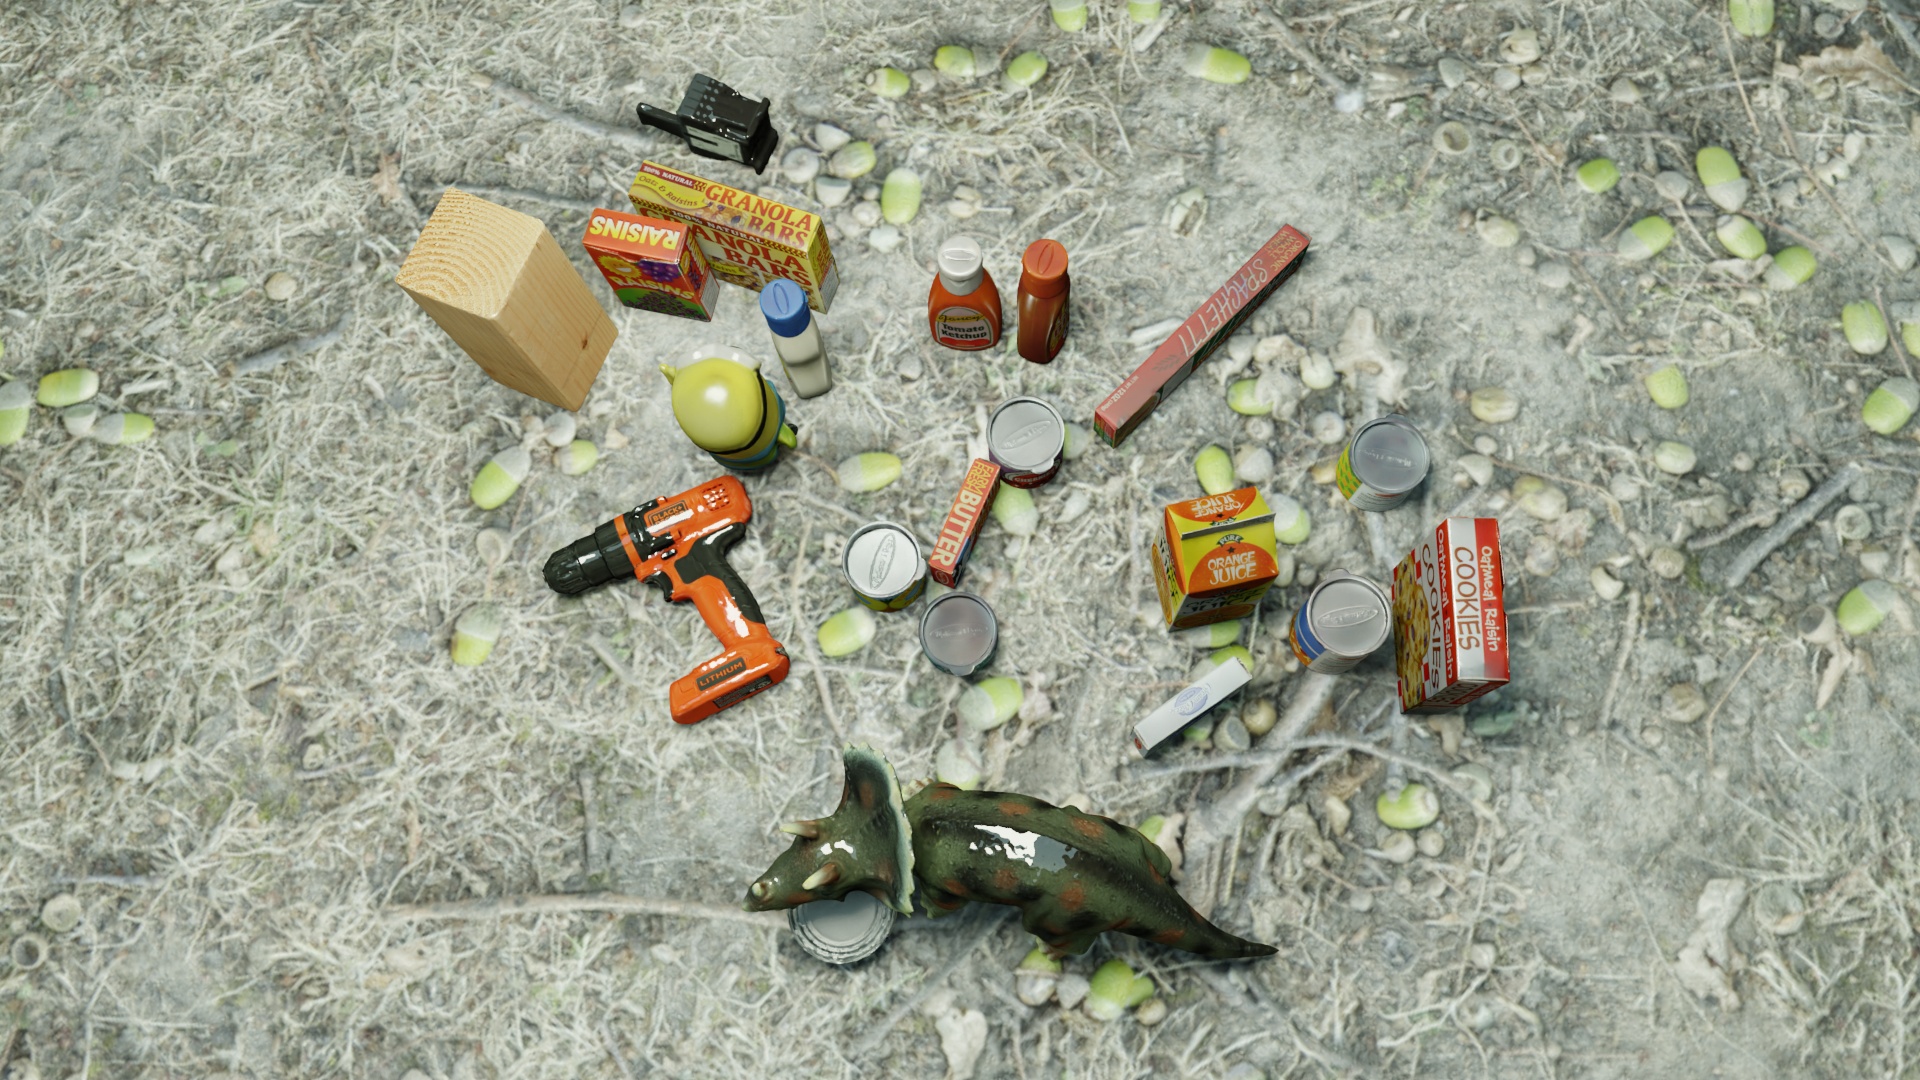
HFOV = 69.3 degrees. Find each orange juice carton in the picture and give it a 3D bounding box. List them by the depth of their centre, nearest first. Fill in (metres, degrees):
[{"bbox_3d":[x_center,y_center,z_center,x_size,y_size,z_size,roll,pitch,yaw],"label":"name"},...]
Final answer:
[{"bbox_3d":[0.197,0.013,1.084,0.072,0.192,0.073,-11,74,0],"label":"orange juice carton"}]

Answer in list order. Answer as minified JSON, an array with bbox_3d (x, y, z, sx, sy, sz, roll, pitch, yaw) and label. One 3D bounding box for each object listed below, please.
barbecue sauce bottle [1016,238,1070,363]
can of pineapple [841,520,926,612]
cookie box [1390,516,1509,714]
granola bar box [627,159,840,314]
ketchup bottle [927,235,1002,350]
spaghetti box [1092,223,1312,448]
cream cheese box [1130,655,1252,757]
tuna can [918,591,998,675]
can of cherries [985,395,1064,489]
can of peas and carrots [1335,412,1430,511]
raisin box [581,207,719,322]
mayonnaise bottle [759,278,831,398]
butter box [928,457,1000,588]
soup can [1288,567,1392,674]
[{"bbox_3d":[0.070,-0.205,1.175,0.044,0.148,0.065,18,76,7],"label":"barbecue sauce bottle"},{"bbox_3d":[-0.062,0.024,1.162,0.071,0.057,0.071,-1,74,2],"label":"can of pineapple"},{"bbox_3d":[0.377,0.062,1.075,0.040,0.167,0.123,1,75,3],"label":"cookie box"},{"bbox_3d":[-0.194,-0.264,1.216,0.166,0.124,0.039,19,76,8],"label":"granola bar box"},{"bbox_3d":[0.002,-0.209,1.179,0.065,0.148,0.043,4,75,4],"label":"ketchup bottle"},{"bbox_3d":[0.211,-0.180,1.213,0.029,0.050,0.250,44,80,13],"label":"spaghetti box"},{"bbox_3d":[0.185,0.135,1.122,0.104,0.053,0.024,-34,76,-7],"label":"cream cheese box"},{"bbox_3d":[-0.001,0.080,1.156,0.071,0.032,0.071,-1,74,2],"label":"tuna can"},{"bbox_3d":[0.056,-0.080,1.187,0.071,0.058,0.071,-1,74,2],"label":"can of cherries"},{"bbox_3d":[0.355,-0.065,1.169,0.071,0.058,0.071,-1,74,2],"label":"can of peas and carrots"},{"bbox_3d":[-0.268,-0.238,1.212,0.086,0.123,0.040,13,76,6],"label":"raisin box"},{"bbox_3d":[-0.140,-0.174,1.175,0.041,0.147,0.065,-18,75,-2],"label":"mayonnaise bottle"},{"bbox_3d":[0.004,-0.015,1.173,0.024,0.053,0.104,22,76,8],"label":"butter box"},{"bbox_3d":[0.304,0.066,1.121,0.071,0.083,0.071,-1,74,2],"label":"soup can"}]
